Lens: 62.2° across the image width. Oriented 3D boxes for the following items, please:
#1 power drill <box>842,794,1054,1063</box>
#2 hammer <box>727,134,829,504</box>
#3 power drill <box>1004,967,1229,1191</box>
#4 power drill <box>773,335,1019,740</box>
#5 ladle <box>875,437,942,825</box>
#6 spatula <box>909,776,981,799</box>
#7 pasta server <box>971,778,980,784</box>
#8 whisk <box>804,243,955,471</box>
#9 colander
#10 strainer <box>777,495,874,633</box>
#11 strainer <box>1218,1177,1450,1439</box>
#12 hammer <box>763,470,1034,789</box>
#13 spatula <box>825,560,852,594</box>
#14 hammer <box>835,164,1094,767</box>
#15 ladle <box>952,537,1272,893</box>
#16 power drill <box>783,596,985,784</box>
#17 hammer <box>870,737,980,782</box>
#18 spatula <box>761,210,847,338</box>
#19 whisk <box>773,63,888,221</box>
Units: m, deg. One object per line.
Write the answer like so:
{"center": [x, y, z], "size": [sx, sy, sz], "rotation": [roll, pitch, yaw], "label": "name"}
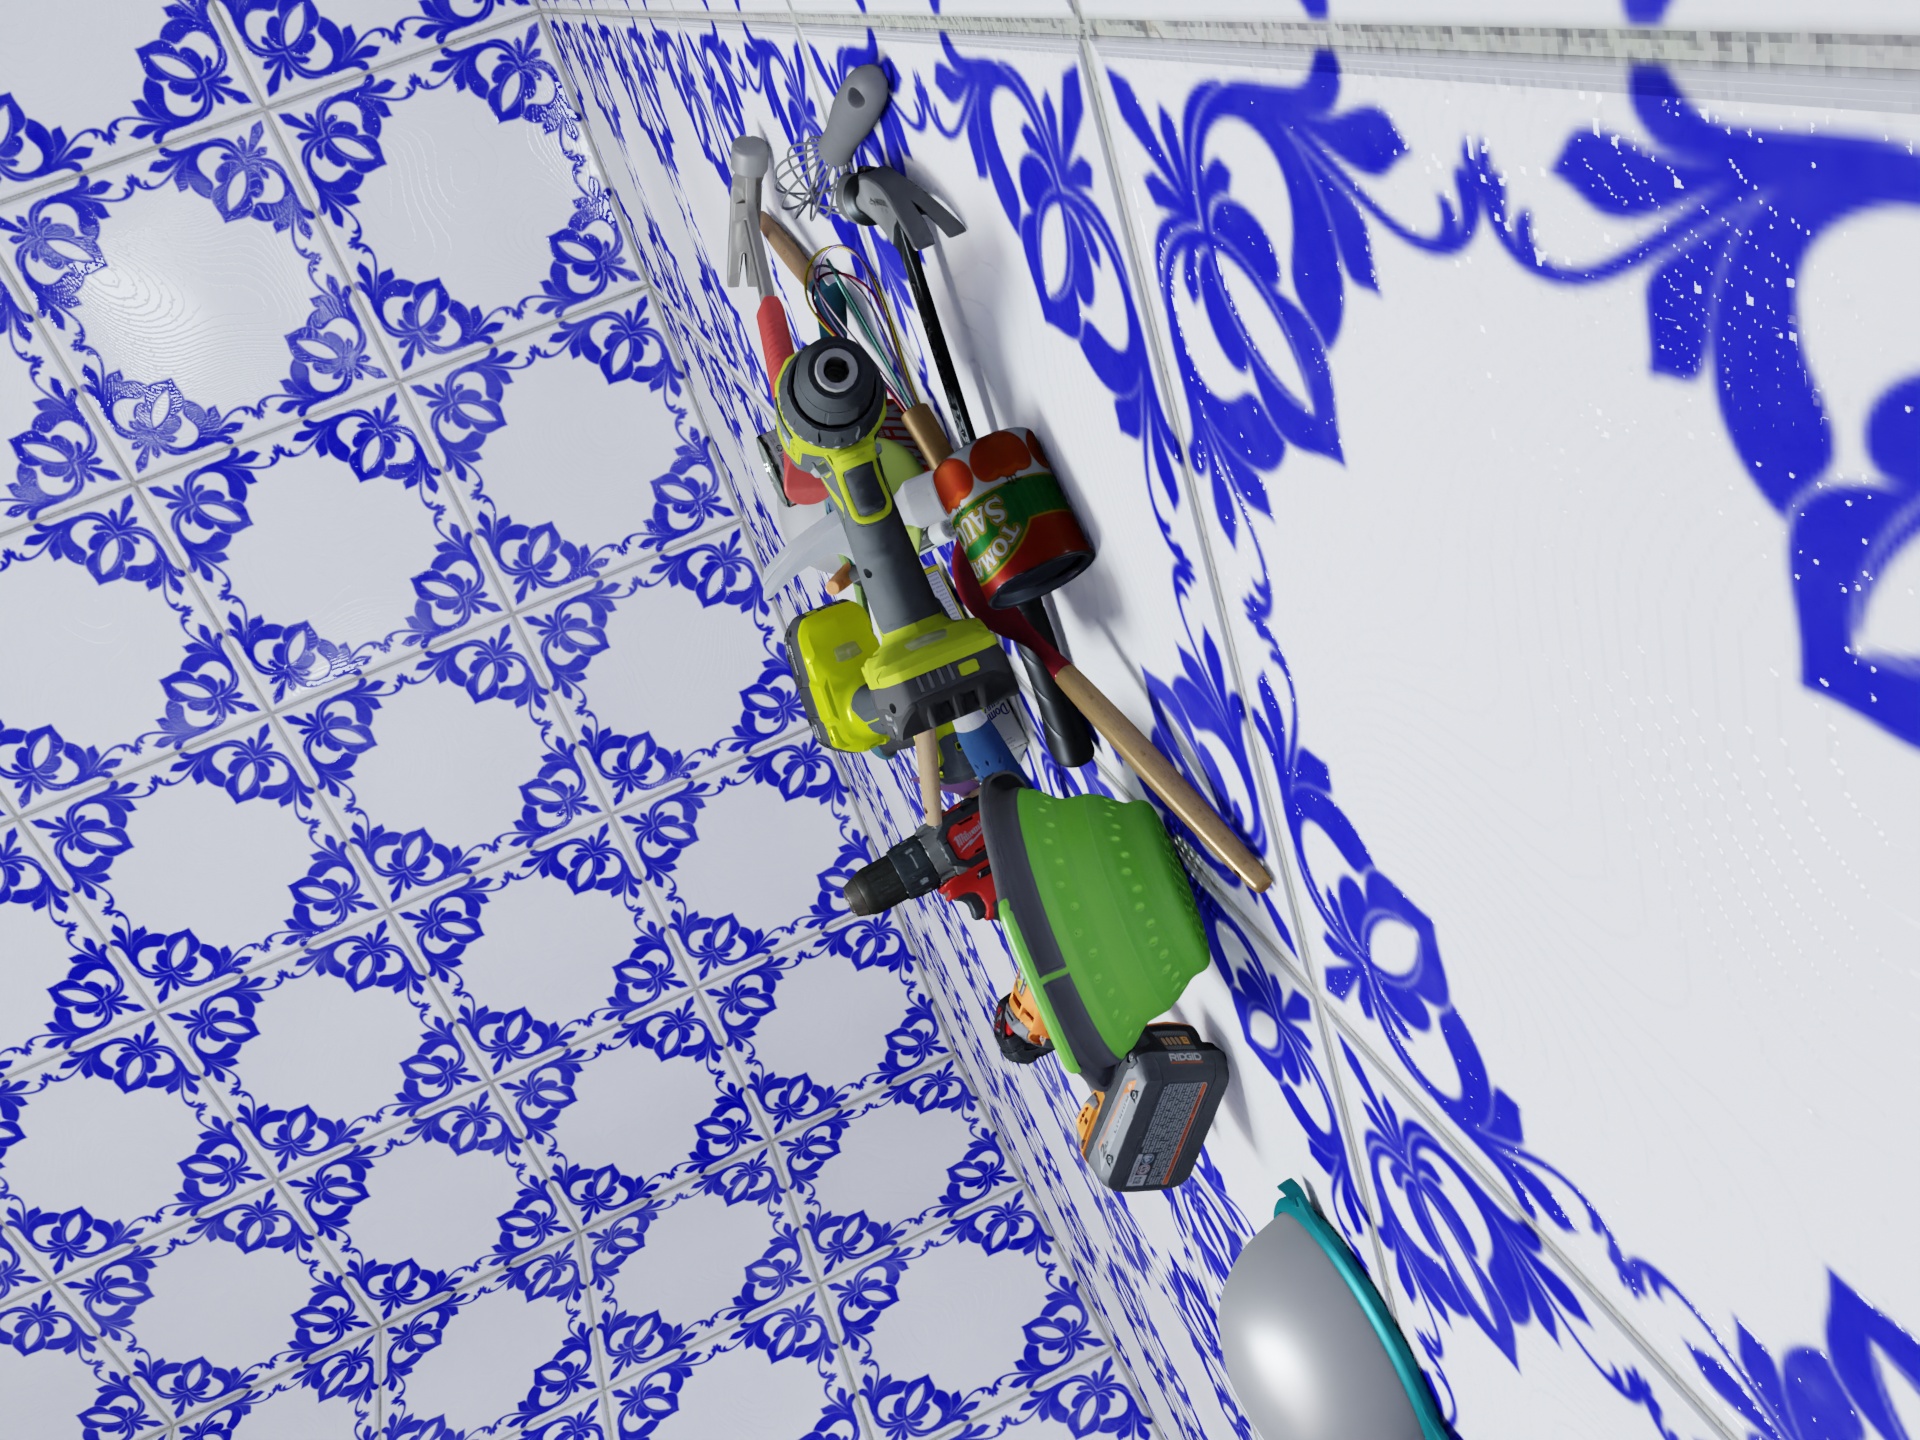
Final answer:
{"center": [0.021, 0.187, 1.398], "size": [0.227, 0.188, 0.080], "rotation": [62, 172, 2], "label": "power drill"}
{"center": [-0.149, -0.303, 1.272], "size": [0.149, 0.036, 0.359], "rotation": [102, 158, -51], "label": "hammer"}
{"center": [0.111, 0.219, 1.192], "size": [0.227, 0.084, 0.164], "rotation": [-124, 44, -54], "label": "power drill"}
{"center": [-0.045, -0.108, 0.917], "size": [0.190, 0.080, 0.228], "rotation": [-166, 54, -83], "label": "power drill"}
{"center": [-0.045, -0.058, 1.200], "size": [0.078, 0.062, 0.320], "rotation": [35, 137, 54], "label": "ladle"}
{"center": [0.004, 0.065, 1.474], "size": [0.315, 0.060, 0.018], "rotation": [36, -123, -78], "label": "spatula"}
{"center": [-0.015, -0.002, 1.644], "size": [0.316, 0.040, 0.060], "rotation": [64, 172, -10], "label": "pasta server"}
{"center": [-0.046, -0.236, 1.134], "size": [0.245, 0.047, 0.051], "rotation": [61, 169, 12], "label": "whisk"}
{"center": [0.100, 0.099, 1.051], "size": [0.397, 0.094, 0.204], "rotation": [-60, -52, -78], "label": "colander"}
{"center": [-0.131, -0.154, 1.562], "size": [0.151, 0.069, 0.256], "rotation": [-79, -21, -74], "label": "strainer"}
{"center": [0.239, 0.471, 1.117], "size": [0.340, 0.095, 0.211], "rotation": [81, 163, -56], "label": "strainer"}
{"center": [-0.002, -0.004, 1.185], "size": [0.035, 0.144, 0.405], "rotation": [-97, -19, -48], "label": "hammer"}
{"center": [-0.092, -0.149, 1.466], "size": [0.323, 0.041, 0.081], "rotation": [-63, -44, -73], "label": "spatula"}
{"center": [0.019, -0.146, 1.010], "size": [0.149, 0.036, 0.408], "rotation": [48, 160, 62], "label": "hammer"}
{"center": [0.077, -0.011, 0.927], "size": [0.316, 0.031, 0.069], "rotation": [50, 163, 35], "label": "ladle"}
{"center": [-0.062, -0.041, 1.343], "size": [0.223, 0.080, 0.171], "rotation": [5, 116, 60], "label": "power drill"}
{"center": [-0.045, 0.011, 1.629], "size": [0.128, 0.033, 0.331], "rotation": [60, 163, -4], "label": "hammer"}
{"center": [-0.138, -0.370, 1.327], "size": [0.318, 0.044, 0.082], "rotation": [-122, 19, -50], "label": "spatula"}
{"center": [-0.079, -0.361, 0.994], "size": [0.055, 0.055, 0.239], "rotation": [67, 167, -7], "label": "whisk"}
